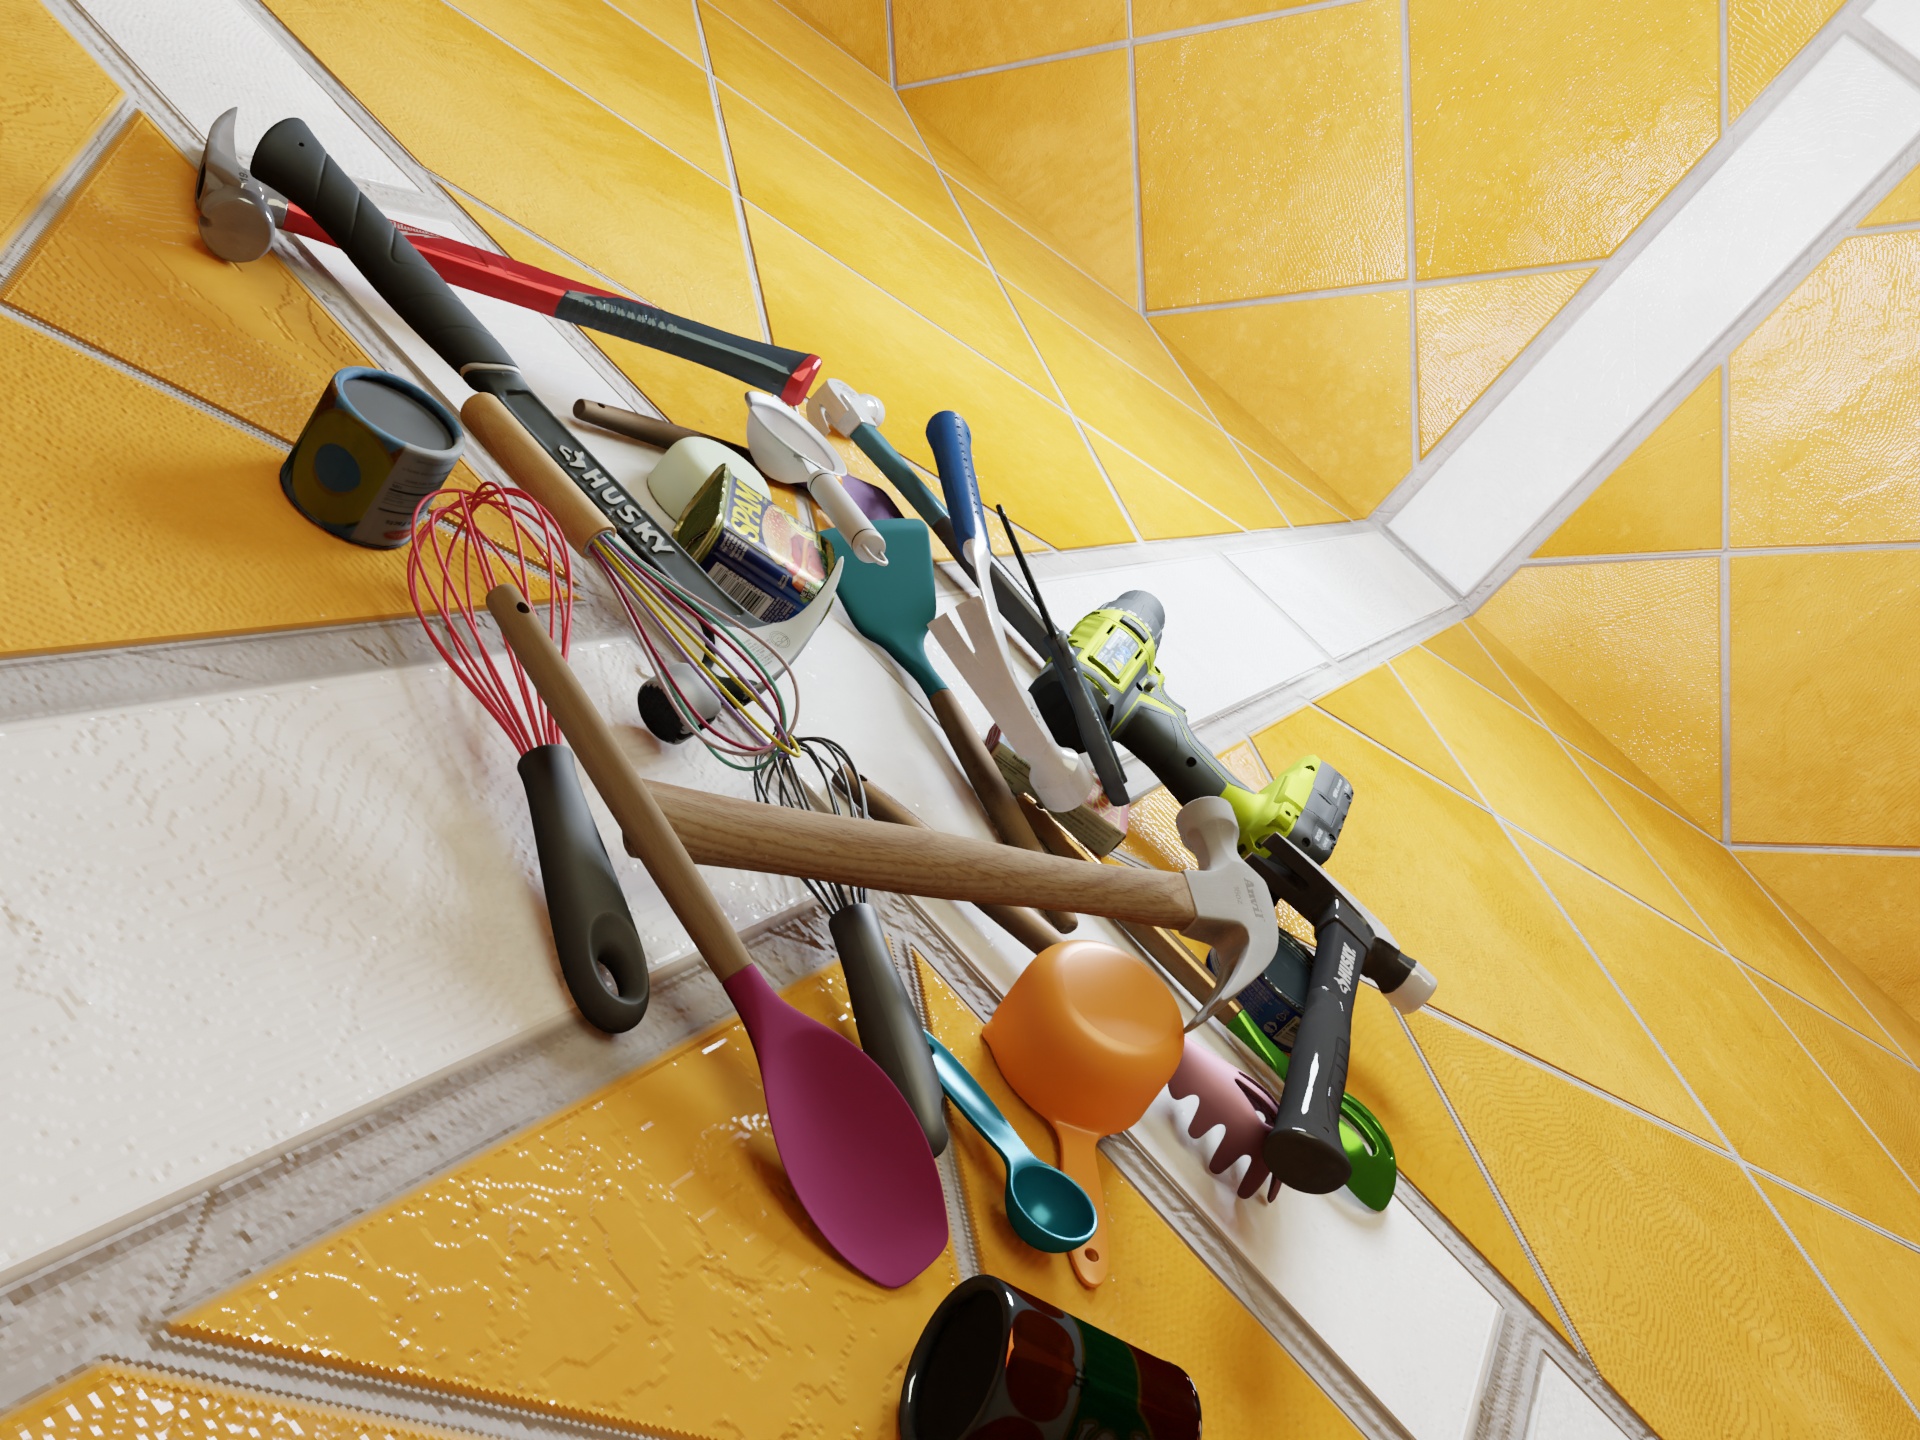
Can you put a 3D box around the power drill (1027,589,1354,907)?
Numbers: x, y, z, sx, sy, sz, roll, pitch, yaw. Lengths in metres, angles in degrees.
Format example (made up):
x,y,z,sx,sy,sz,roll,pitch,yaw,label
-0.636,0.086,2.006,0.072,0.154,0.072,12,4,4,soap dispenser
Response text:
x,y,z,sx,sy,sz,roll,pitch,yaw,label
0.162,0.010,1.118,0.228,0.080,0.191,42,35,0,power drill

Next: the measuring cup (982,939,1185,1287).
x,y,z,sx,sy,sz,roll,pitch,yaw,label
0.064,0.171,0.727,0.095,0.052,0.174,20,32,-14,measuring cup

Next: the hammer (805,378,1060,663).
x,y,z,sx,sy,sz,roll,pitch,yaw,label
-0.003,-0.141,1.215,0.331,0.033,0.128,49,17,14,hammer

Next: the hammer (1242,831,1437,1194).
x,y,z,sx,sy,sz,roll,pitch,yaw,label
0.203,0.165,0.895,0.146,0.035,0.335,44,22,3,hammer

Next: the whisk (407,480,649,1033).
x,y,z,sx,sy,sz,roll,pitch,yaw,label
-0.179,0.002,0.673,0.073,0.073,0.296,15,40,-46,whisk

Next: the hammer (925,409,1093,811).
x,y,z,sx,sy,sz,roll,pitch,yaw,label
0.010,-0.111,1.063,0.143,0.035,0.406,55,14,-33,hammer

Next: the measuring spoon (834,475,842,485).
x,y,z,sx,sy,sz,roll,pitch,yaw,label
-0.075,-0.136,1.120,0.021,0.011,0.117,18,40,-48,measuring spoon

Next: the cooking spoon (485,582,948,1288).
x,y,z,sx,sy,sz,roll,pitch,yaw,label
-0.102,0.078,0.628,0.069,0.017,0.319,-25,78,-49,cooking spoon

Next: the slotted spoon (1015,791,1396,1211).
x,y,z,sx,sy,sz,roll,pitch,yaw,label
0.141,0.155,0.927,0.314,0.031,0.070,45,23,15,slotted spoon

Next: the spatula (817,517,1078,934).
x,y,z,sx,sy,sz,roll,pitch,yaw,label
-0.002,-0.003,0.970,0.082,0.044,0.318,-11,51,-25,spatula

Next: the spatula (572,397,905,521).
x,y,z,sx,sy,sz,roll,pitch,yaw,label
-0.140,-0.177,1.105,0.315,0.018,0.060,10,40,-52,spatula

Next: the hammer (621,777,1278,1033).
x,y,z,sx,sy,sz,roll,pitch,yaw,label
0.008,0.071,0.729,0.331,0.031,0.130,11,44,-26,hammer

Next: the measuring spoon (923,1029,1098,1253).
x,y,z,sx,sy,sz,roll,pitch,yaw,label
0.010,0.183,0.692,0.042,0.021,0.129,3,33,-47,measuring spoon

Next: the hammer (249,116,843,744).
x,y,z,sx,sy,sz,roll,pitch,yaw,label
-0.229,-0.170,0.835,0.409,0.036,0.149,47,47,7,hammer

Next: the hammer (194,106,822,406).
x,y,z,sx,sy,sz,roll,pitch,yaw,label
-0.265,-0.275,0.992,0.386,0.038,0.143,12,34,-33,hammer

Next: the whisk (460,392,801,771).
x,y,z,sx,sy,sz,roll,pitch,yaw,label
-0.158,-0.068,0.756,0.245,0.051,0.047,47,32,14,whisk

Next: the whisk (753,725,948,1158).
x,y,z,sx,sy,sz,roll,pitch,yaw,label
-0.050,0.093,0.725,0.055,0.055,0.239,19,36,-41,whisk

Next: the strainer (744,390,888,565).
x,y,z,sx,sy,sz,roll,pitch,yaw,label
-0.093,-0.154,1.026,0.086,0.050,0.259,29,15,-34,strainer

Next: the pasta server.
x,y,z,sx,sy,sz,roll,pitch,yaw,label
0.052,0.131,0.836,0.316,0.040,0.060,39,22,7,pasta server

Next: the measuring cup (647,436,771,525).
x,y,z,sx,sy,sz,roll,pitch,yaw,label
-0.121,-0.135,1.030,0.167,0.038,0.083,18,31,-38,measuring cup
